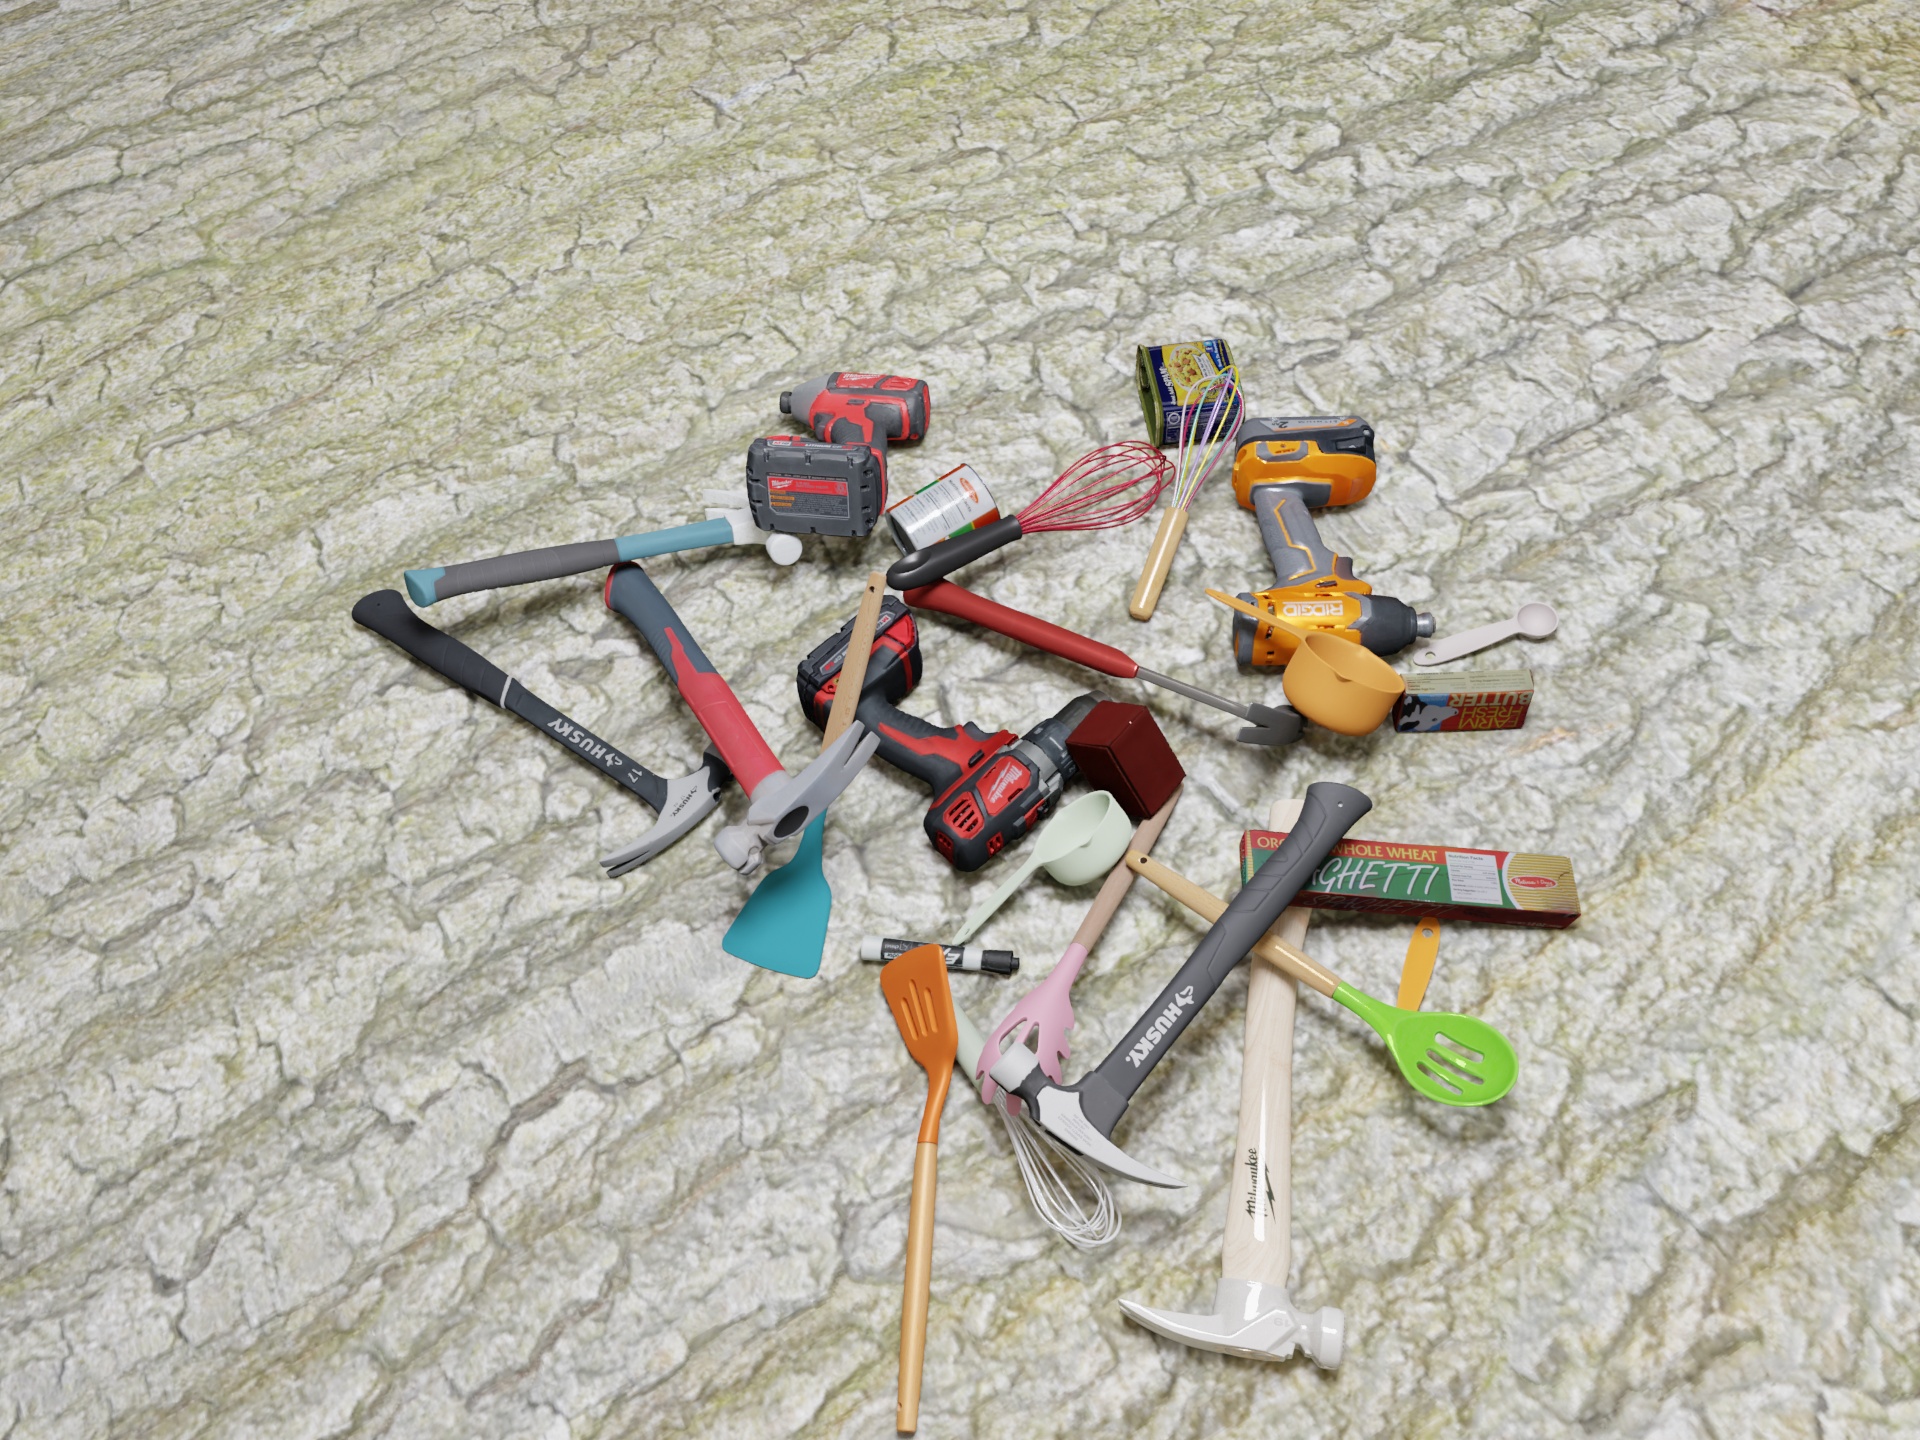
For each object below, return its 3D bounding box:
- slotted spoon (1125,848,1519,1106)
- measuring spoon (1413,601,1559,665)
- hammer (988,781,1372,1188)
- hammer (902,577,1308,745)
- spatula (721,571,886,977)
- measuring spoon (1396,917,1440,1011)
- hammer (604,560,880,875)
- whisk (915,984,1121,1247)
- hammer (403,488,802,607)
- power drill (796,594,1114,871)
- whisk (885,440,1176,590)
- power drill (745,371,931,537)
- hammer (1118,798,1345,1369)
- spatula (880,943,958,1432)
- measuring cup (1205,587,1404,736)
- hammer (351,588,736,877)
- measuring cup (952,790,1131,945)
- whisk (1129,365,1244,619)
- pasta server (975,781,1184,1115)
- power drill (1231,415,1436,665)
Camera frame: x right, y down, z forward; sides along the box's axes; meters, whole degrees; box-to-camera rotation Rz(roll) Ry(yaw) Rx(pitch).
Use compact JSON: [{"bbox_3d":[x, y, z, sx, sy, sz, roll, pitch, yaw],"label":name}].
[{"bbox_3d":[0.248,0.177,1.135,0.314,0.031,0.070,32,64,25],"label":"slotted spoon"},{"bbox_3d":[0.437,-0.067,1.325,0.124,0.018,0.034,-18,57,2],"label":"measuring spoon"},{"bbox_3d":[0.181,0.170,1.107,0.146,0.035,0.335,41,72,8],"label":"hammer"},{"bbox_3d":[0.102,-0.055,1.299,0.359,0.149,0.036,23,98,26],"label":"hammer"},{"bbox_3d":[-0.105,0.038,1.240,0.082,0.044,0.317,15,93,16],"label":"spatula"},{"bbox_3d":[0.333,0.194,1.169,0.021,0.011,0.117,16,57,17],"label":"measuring spoon"},{"bbox_3d":[-0.200,-0.040,1.296,0.143,0.038,0.387,-43,45,3],"label":"hammer"},{"bbox_3d":[0.033,0.271,1.134,0.059,0.057,0.247,-6,45,-40],"label":"whisk"},{"bbox_3d":[-0.314,-0.146,1.391,0.331,0.033,0.128,-13,33,-16],"label":"hammer"},{"bbox_3d":[-0.002,-0.004,1.296,0.188,0.080,0.227,-41,65,-19],"label":"power drill"},{"bbox_3d":[0.064,-0.176,1.383,0.296,0.073,0.073,-25,58,-20],"label":"whisk"},{"bbox_3d":[-0.115,-0.252,1.437,0.143,0.078,0.220,6,35,9],"label":"power drill"},{"bbox_3d":[0.211,0.238,1.137,0.146,0.038,0.411,6,58,11],"label":"hammer"},{"bbox_3d":[-0.033,0.318,1.106,0.041,0.081,0.323,22,56,-29],"label":"spatula"},{"bbox_3d":[0.262,-0.046,1.261,0.174,0.052,0.095,29,25,14],"label":"measuring cup"},{"bbox_3d":[-0.378,-0.010,1.365,0.409,0.036,0.149,29,66,23],"label":"hammer"},{"bbox_3d":[0.064,0.124,1.224,0.167,0.038,0.083,-44,17,0],"label":"measuring cup"},{"bbox_3d":[0.196,-0.201,1.392,0.047,0.051,0.245,13,77,38],"label":"whisk"},{"bbox_3d":[0.100,0.156,1.185,0.060,0.040,0.316,19,49,22],"label":"pasta server"},{"bbox_3d":[0.312,-0.149,1.353,0.164,0.084,0.227,0,61,5],"label":"power drill"}]
